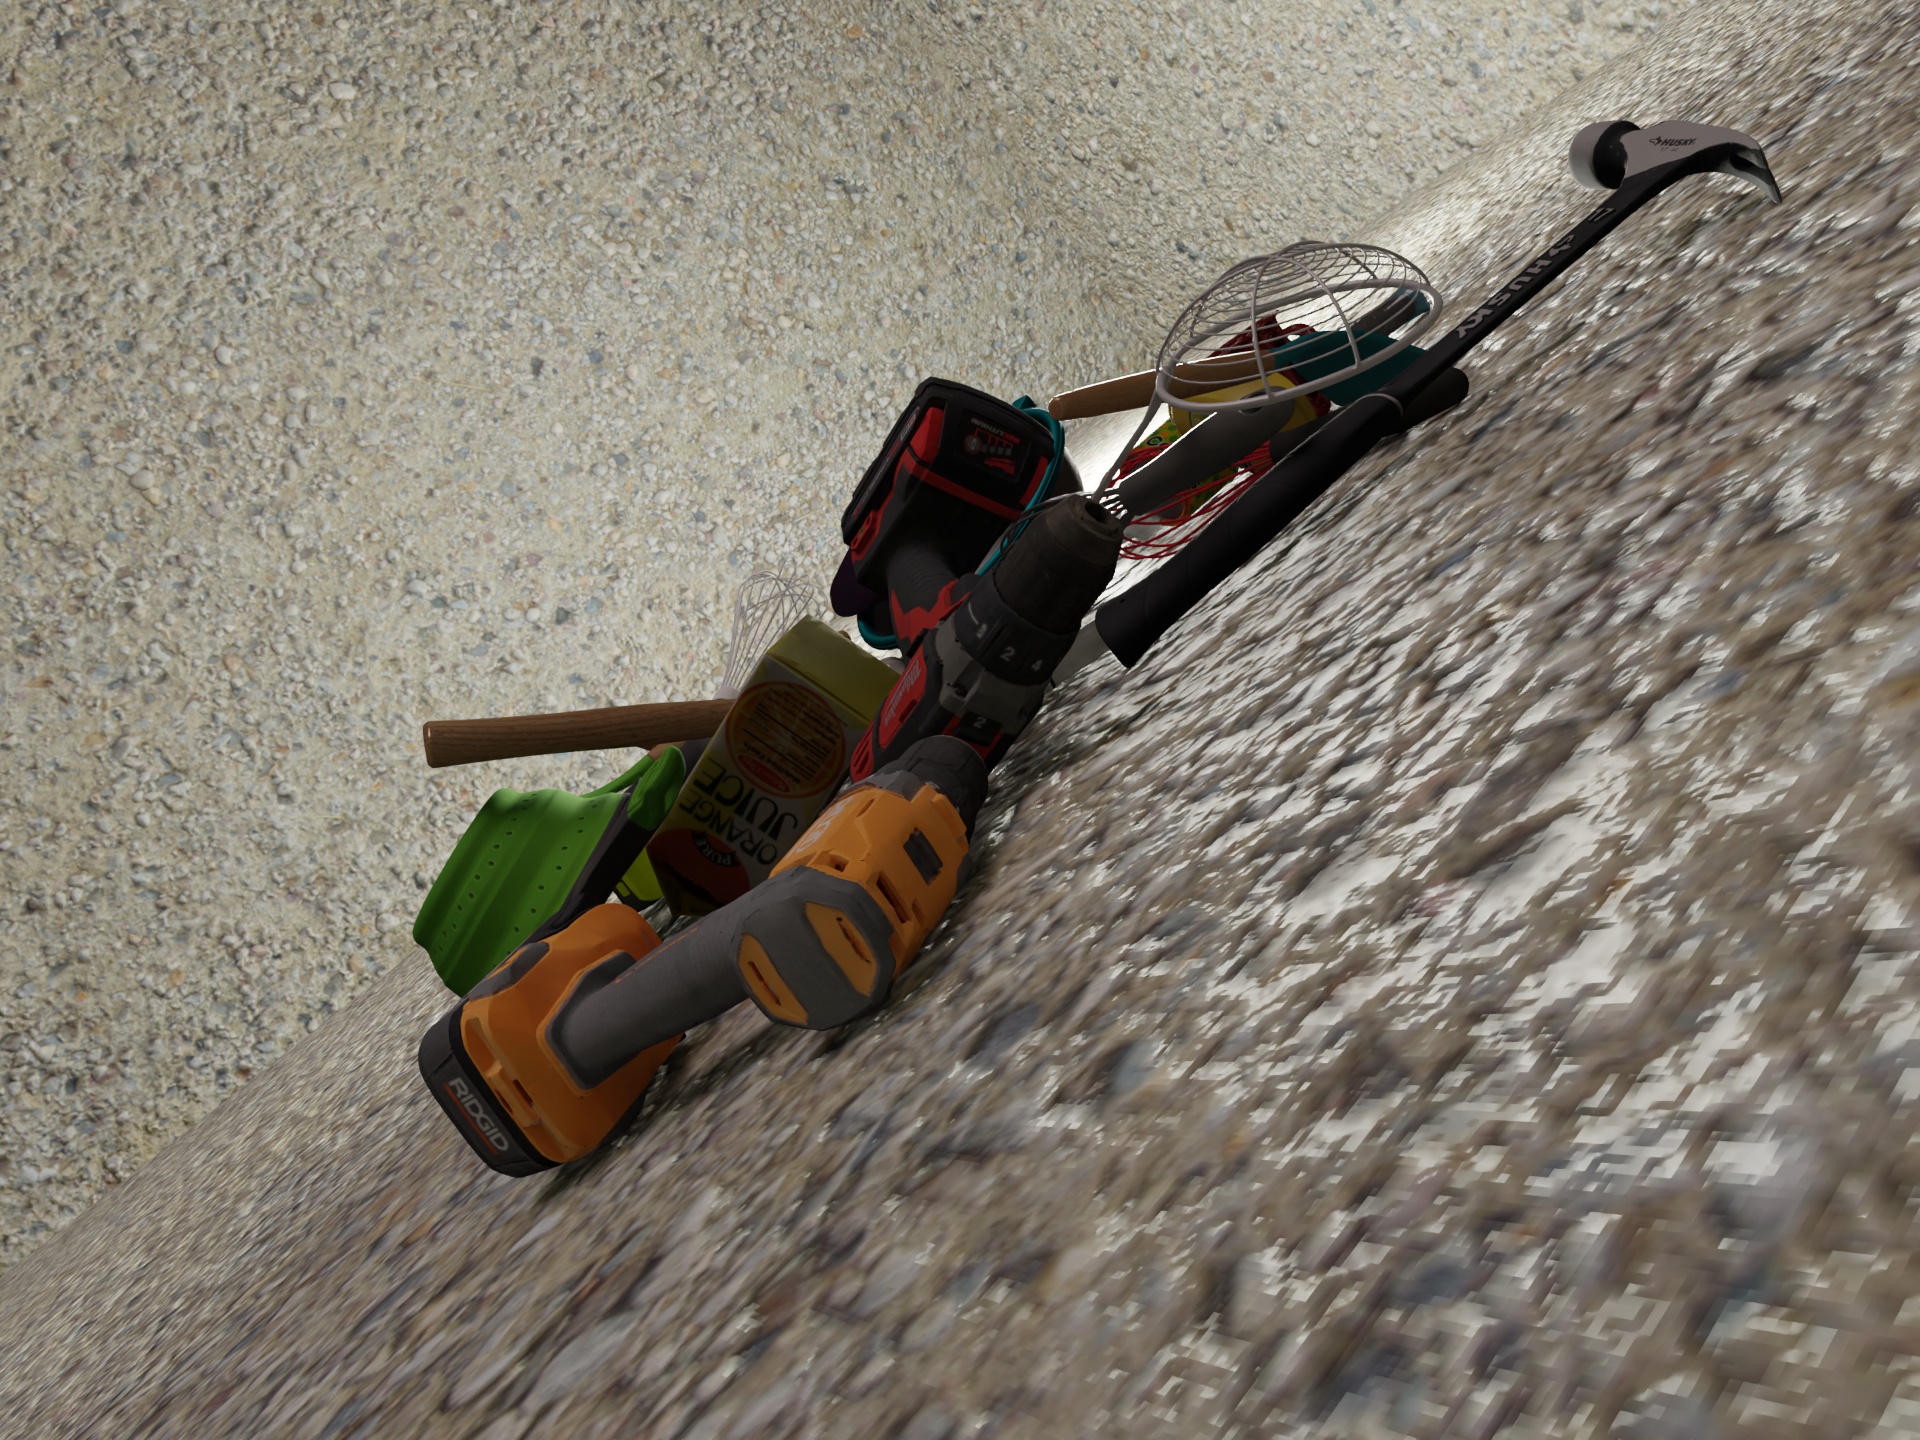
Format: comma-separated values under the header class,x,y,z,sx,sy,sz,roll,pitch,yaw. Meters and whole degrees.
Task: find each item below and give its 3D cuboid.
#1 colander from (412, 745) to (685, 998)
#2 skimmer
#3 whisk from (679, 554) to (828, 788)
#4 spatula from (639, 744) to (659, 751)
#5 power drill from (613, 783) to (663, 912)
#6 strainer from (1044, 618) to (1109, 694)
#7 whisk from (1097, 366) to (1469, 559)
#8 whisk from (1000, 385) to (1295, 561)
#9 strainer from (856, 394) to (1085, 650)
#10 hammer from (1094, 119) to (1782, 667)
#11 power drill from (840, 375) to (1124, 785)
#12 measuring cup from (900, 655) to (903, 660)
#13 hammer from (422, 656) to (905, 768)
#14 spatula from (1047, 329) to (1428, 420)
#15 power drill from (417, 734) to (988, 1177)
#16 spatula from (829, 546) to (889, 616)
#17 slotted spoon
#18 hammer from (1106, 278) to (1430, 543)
class,x,y,z,sx,sy,sz,roll,pitch,yaw
colander,-0.248,0.080,0.937,0.397,0.094,0.205,-44,18,58
skimmer,0.098,-0.104,0.809,0.127,0.090,0.363,-49,-3,-40
whisk,-0.156,-0.031,1.133,0.070,0.070,0.285,-32,23,30
spatula,-0.221,0.032,1.331,0.081,0.041,0.322,-33,-6,2
power drill,-0.169,0.058,1.150,0.228,0.080,0.191,-28,12,36
strainer,0.034,-0.020,0.862,0.258,0.050,0.087,-34,23,-4
whisk,0.179,-0.155,0.958,0.073,0.073,0.296,-43,17,-35
whisk,0.099,-0.127,0.888,0.055,0.055,0.239,-43,10,-39
strainer,0.038,-0.087,1.099,0.211,0.095,0.341,-46,27,14
hammer,0.230,-0.168,0.810,0.409,0.036,0.149,-41,25,-1
power drill,0.008,-0.078,0.784,0.187,0.080,0.227,-54,26,34
measuring cup,-0.052,-0.055,1.231,0.156,0.029,0.062,-60,22,-16
hammer,-0.168,0.000,1.013,0.331,0.031,0.130,-6,17,-19
spatula,0.159,-0.185,0.883,0.317,0.044,0.082,-21,5,-42
power drill,-0.092,0.086,0.663,0.226,0.084,0.185,-28,11,25
spatula,-0.039,-0.083,1.092,0.060,0.018,0.316,-64,24,2
slotted spoon,-0.206,0.017,1.169,0.314,0.031,0.070,-35,16,-23
hammer,0.242,-0.245,1.258,0.331,0.033,0.128,-38,9,-7
